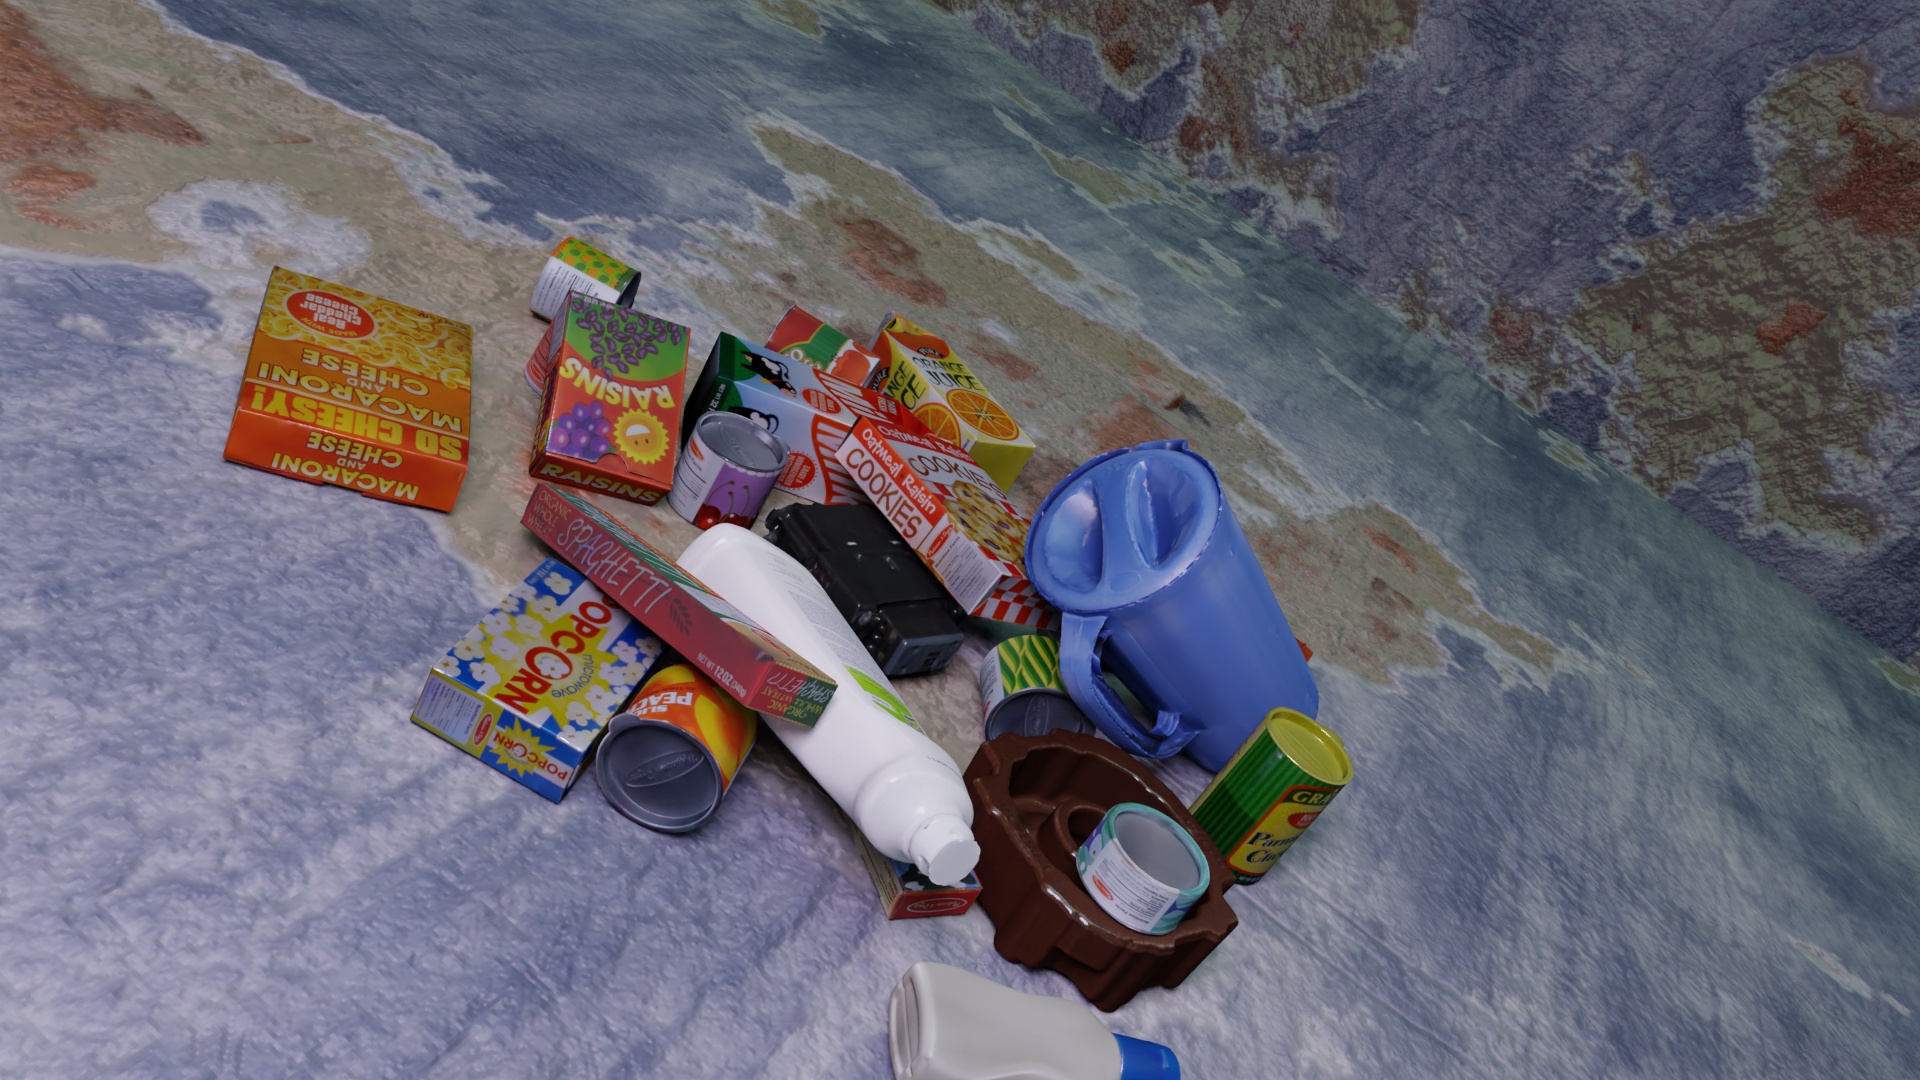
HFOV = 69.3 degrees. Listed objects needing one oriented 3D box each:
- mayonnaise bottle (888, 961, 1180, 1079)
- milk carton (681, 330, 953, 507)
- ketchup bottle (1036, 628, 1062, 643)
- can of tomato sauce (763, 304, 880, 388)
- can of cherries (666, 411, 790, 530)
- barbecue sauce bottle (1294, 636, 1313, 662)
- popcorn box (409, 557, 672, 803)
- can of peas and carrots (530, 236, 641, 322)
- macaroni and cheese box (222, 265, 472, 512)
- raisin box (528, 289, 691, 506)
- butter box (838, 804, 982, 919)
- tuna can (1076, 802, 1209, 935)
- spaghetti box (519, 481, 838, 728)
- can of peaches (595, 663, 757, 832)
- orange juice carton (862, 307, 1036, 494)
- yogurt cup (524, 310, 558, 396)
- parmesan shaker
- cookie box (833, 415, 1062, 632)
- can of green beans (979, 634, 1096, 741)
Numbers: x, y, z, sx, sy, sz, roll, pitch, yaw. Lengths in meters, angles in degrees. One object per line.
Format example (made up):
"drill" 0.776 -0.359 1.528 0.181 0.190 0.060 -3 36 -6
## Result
"mayonnaise bottle" 0.038 0.252 0.679 0.148 0.041 0.065 21 31 -22
"milk carton" -0.105 -0.078 1.037 0.190 0.072 0.074 21 29 -21
"ketchup bottle" 0.121 0.068 1.060 0.149 0.043 0.065 2 45 -43
"can of tomato sauce" -0.118 -0.142 1.137 0.083 0.071 0.071 31 27 -3
"can of cherries" -0.157 -0.045 0.945 0.071 0.058 0.072 24 27 -13
"barbecue sauce bottle" 0.229 0.062 1.180 0.149 0.043 0.065 39 28 11
"popcorn box" -0.212 0.068 0.724 0.085 0.038 0.127 31 27 -3
"can of peas and carrots" -0.280 -0.186 1.043 0.059 0.070 0.071 27 28 -8
"macaroni and cheese box" -0.360 -0.092 0.833 0.124 0.040 0.167 16 31 -28
"raisin box" -0.228 -0.093 0.913 0.086 0.040 0.124 16 62 -29
"butter box" -0.033 0.160 0.771 0.053 0.024 0.104 8 35 -36
"tuna can" 0.100 0.175 0.751 0.071 0.032 0.071 25 27 -13
"spaghetti box" -0.160 0.029 0.749 0.250 0.028 0.050 29 0 42
"can of peaches" -0.144 0.102 0.705 0.071 0.071 0.058 31 26 -3
"orange juice carton" -0.029 -0.114 1.175 0.073 0.071 0.193 2 40 -45
"yogurt cup" -0.265 -0.130 0.977 0.072 0.053 0.073 24 28 -14
"parmesan shaker" 0.202 0.169 0.913 0.071 0.102 0.071 24 29 -14
"cookie box" 0.003 -0.012 0.962 0.123 0.040 0.168 14 29 -54
"can of green beans" 0.047 0.104 0.901 0.071 0.071 0.058 23 28 -17
